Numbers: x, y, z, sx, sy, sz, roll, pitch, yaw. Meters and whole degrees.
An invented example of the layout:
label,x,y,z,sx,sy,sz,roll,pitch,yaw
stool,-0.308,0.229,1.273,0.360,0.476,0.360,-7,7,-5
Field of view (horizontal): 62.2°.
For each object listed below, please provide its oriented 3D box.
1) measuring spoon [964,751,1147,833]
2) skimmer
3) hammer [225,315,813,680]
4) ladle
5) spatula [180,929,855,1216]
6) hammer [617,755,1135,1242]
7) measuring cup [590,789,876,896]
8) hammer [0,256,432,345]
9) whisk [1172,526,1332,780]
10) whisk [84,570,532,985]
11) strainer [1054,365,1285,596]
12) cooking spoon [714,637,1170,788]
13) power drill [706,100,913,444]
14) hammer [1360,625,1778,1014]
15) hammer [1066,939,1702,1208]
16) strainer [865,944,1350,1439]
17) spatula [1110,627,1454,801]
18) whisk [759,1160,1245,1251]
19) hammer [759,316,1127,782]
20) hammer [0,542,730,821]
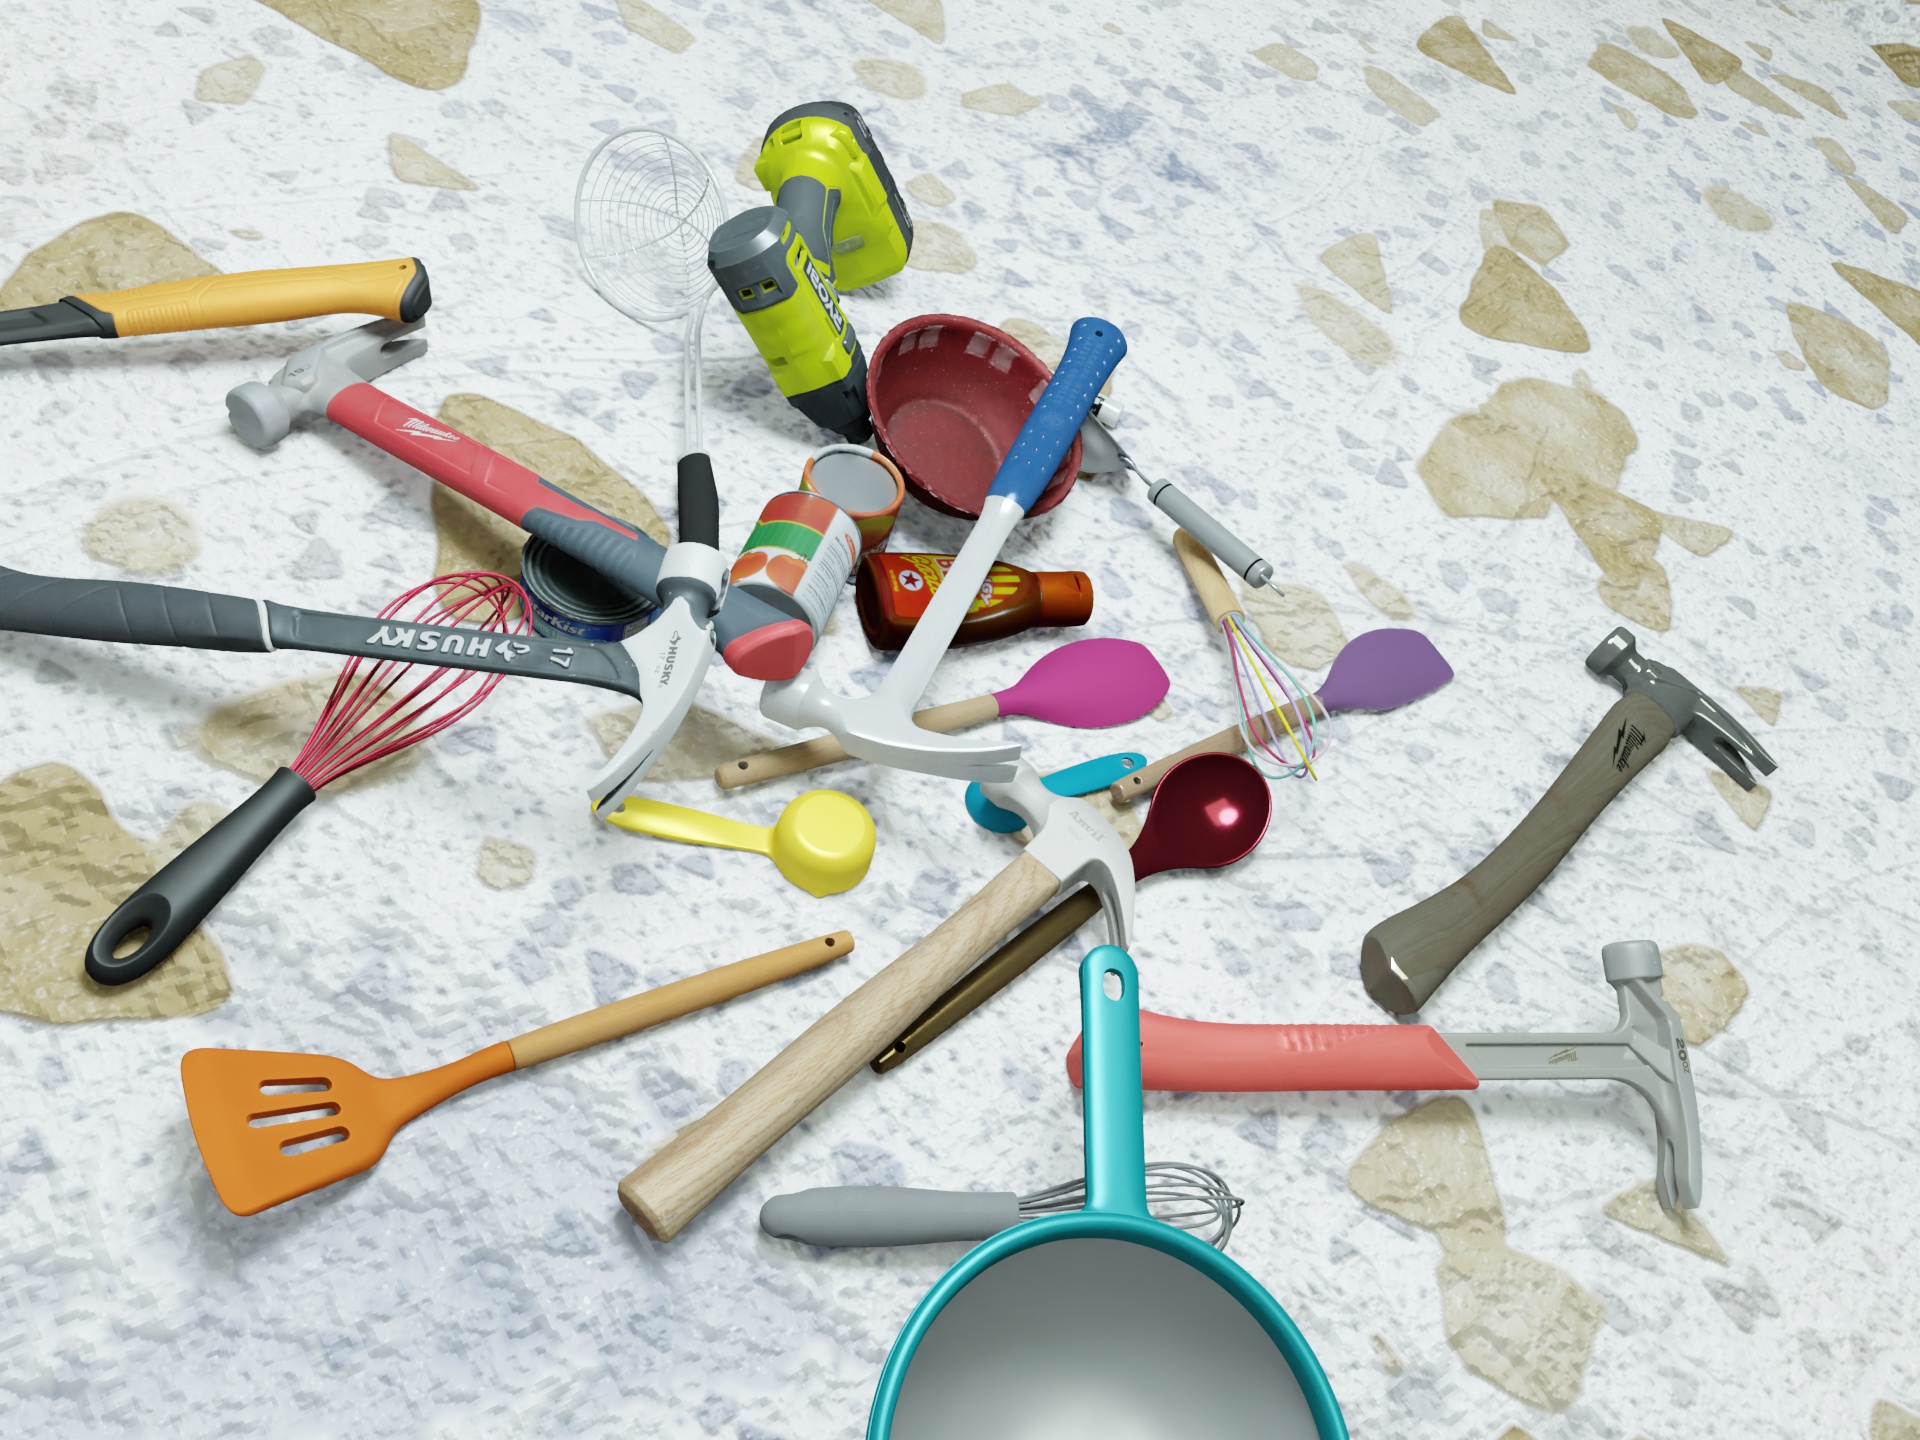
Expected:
label,x,y,z,sx,sy,sz,roll,pitch,yaw
measuring spoon,0.062,0.034,0.952,0.128,0.021,0.042,-15,59,-28
skimmer,-0.196,-0.226,1.022,0.090,0.127,0.364,27,45,-44
hammer,-0.237,-0.133,0.921,0.386,0.038,0.143,29,47,19
ladle,0.067,0.107,0.894,0.315,0.031,0.069,-32,77,-34
spatula,-0.190,0.148,0.756,0.322,0.041,0.081,-15,58,-31
hammer,-0.032,0.142,0.804,0.130,0.031,0.331,39,54,20
measuring cup,-0.121,0.054,0.863,0.156,0.029,0.062,12,49,-13
hammer,-0.490,-0.246,0.943,0.337,0.034,0.127,-12,58,-20
whisk,0.184,-0.048,1.040,0.047,0.051,0.245,19,34,-30
whisk,-0.321,0.019,0.804,0.073,0.073,0.296,32,55,6
strainer,0.132,-0.162,1.103,0.050,0.086,0.259,-47,60,4
cooking spoon,-0.002,-0.003,0.962,0.319,0.017,0.069,-15,58,-30
power drill,-0.095,-0.311,1.100,0.080,0.171,0.223,-13,43,21
hammer,0.393,0.075,1.035,0.146,0.038,0.410,45,52,16
hammer,0.234,0.193,0.866,0.359,0.036,0.149,2,72,-13
strainer,0.054,0.270,0.700,0.211,0.095,0.341,11,55,-13
spatula,0.215,-0.005,1.043,0.316,0.018,0.060,-22,67,-34
whisk,0.023,0.237,0.763,0.239,0.055,0.055,4,51,-12
hammer,0.029,-0.122,0.984,0.144,0.035,0.406,22,52,8
hammer,-0.328,-0.040,0.792,0.409,0.036,0.149,6,58,5
